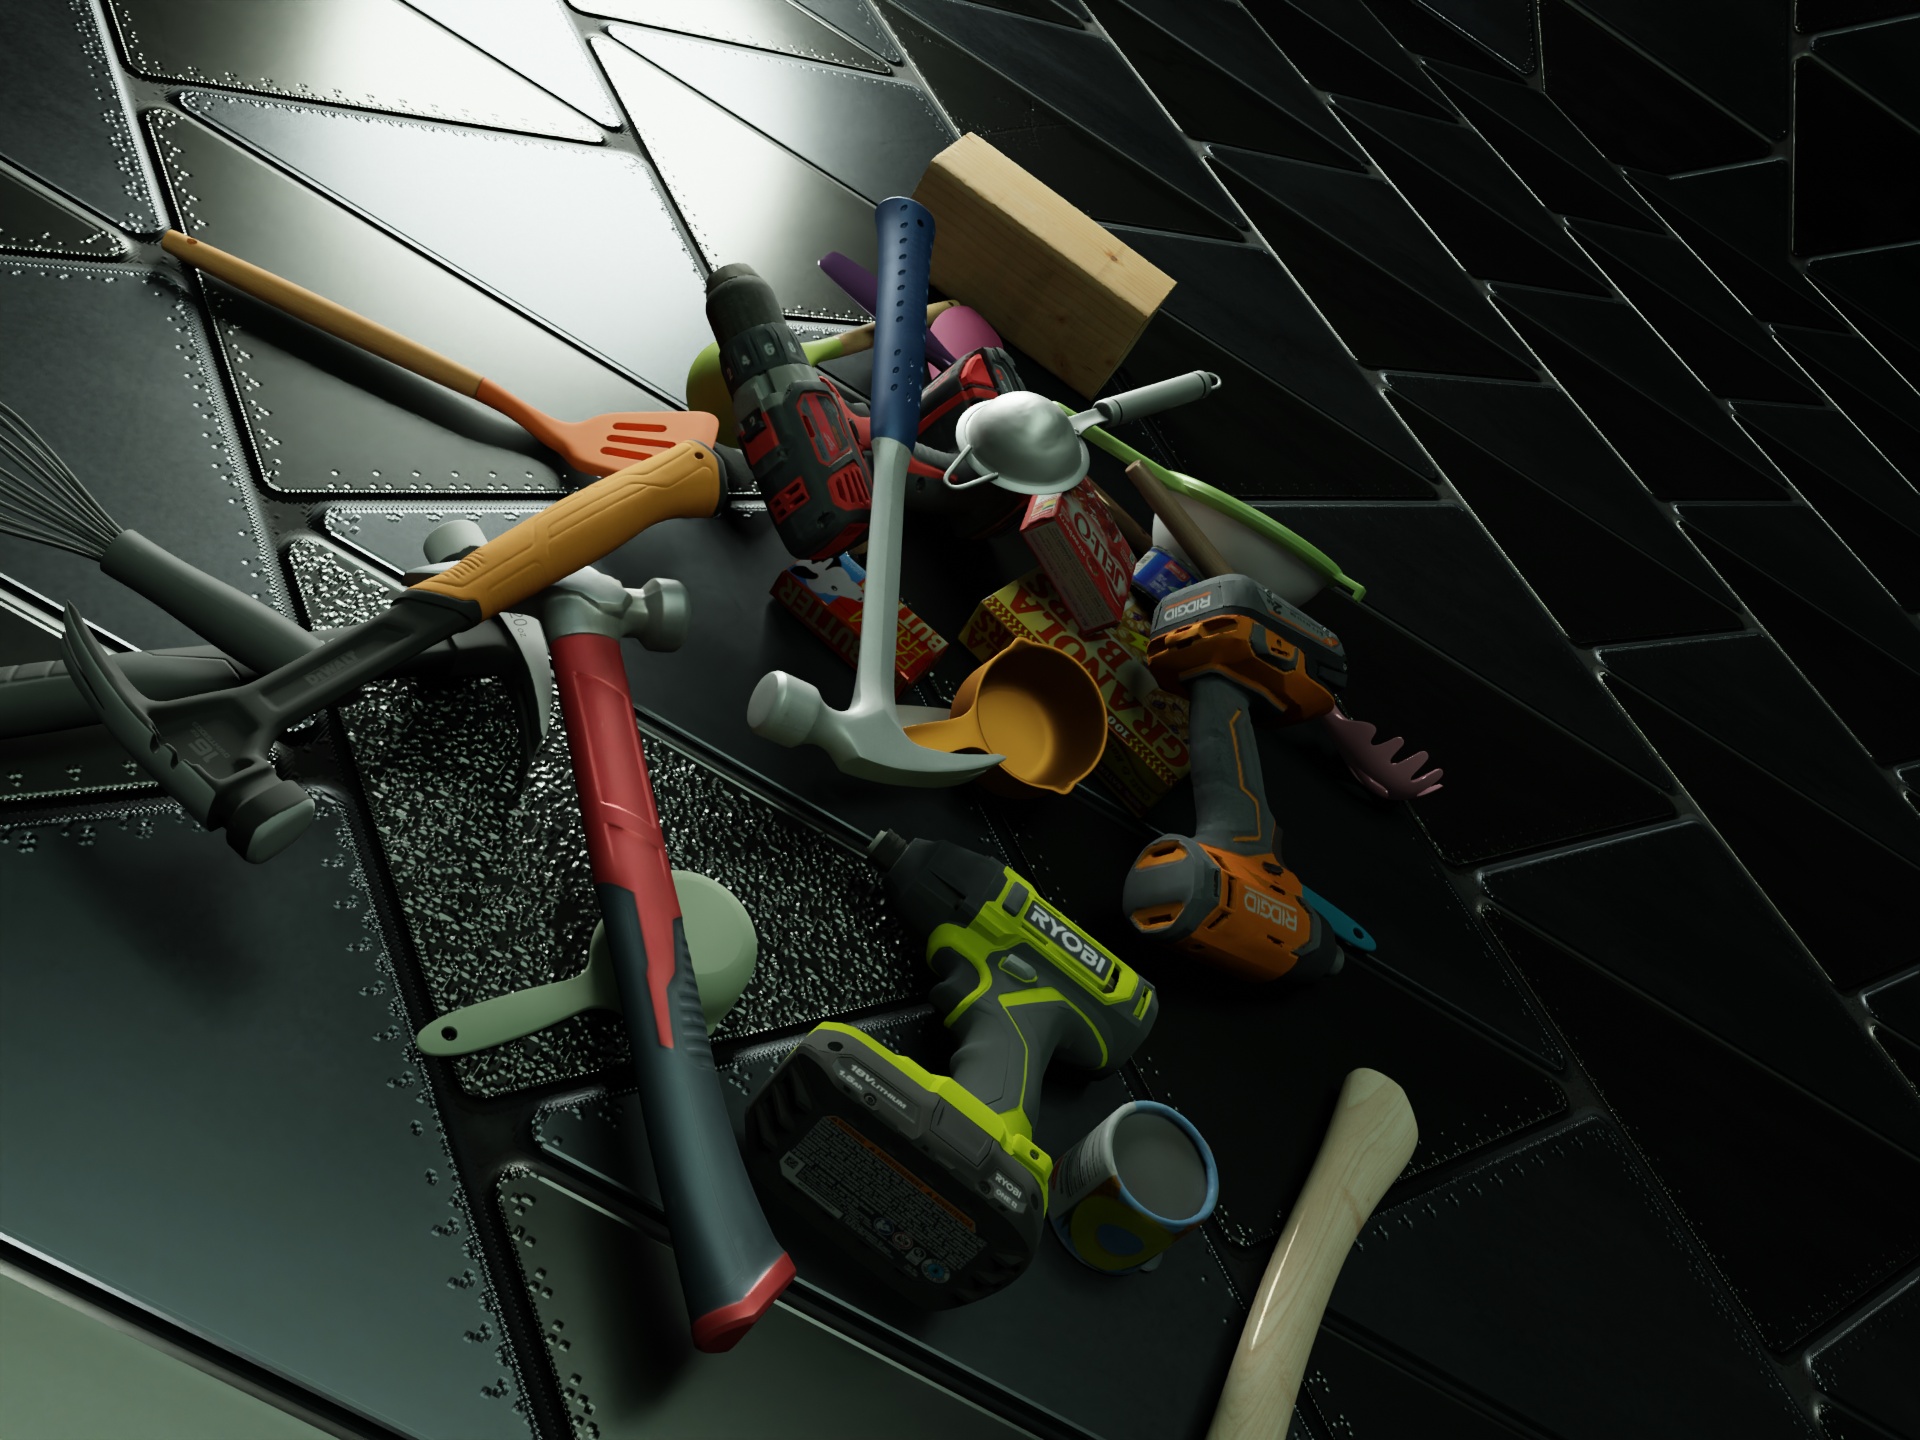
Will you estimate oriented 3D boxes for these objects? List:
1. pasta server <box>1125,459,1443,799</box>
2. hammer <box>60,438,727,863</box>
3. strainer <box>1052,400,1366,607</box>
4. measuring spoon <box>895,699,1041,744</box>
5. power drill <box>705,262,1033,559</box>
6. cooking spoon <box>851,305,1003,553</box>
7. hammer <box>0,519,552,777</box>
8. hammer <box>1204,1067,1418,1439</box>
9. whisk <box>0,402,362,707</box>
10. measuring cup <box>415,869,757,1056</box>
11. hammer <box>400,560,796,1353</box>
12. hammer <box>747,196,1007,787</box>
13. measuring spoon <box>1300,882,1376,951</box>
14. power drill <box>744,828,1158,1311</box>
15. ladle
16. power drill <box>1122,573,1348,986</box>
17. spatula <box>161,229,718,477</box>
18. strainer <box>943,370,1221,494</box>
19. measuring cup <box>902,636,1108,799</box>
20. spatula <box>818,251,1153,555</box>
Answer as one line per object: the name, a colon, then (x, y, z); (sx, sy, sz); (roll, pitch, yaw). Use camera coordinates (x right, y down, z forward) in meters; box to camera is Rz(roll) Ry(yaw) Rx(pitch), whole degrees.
pasta server: (0.218, -0.057, 1.080); (0.040, 0.060, 0.316); (-44, 104, -11)
hammer: (-0.230, -0.066, 0.737); (0.127, 0.034, 0.337); (42, 44, 6)
strainer: (0.149, -0.134, 1.110); (0.256, 0.069, 0.152); (27, 5, -26)
measuring spoon: (-0.002, -0.003, 0.958); (0.124, 0.018, 0.034); (2, 52, -32)
power drill: (-0.054, -0.195, 1.006); (0.226, 0.080, 0.188); (-10, 73, -48)
cooking spoon: (-0.022, -0.211, 1.128); (0.068, 0.017, 0.319); (43, 41, -18)
hammer: (-0.345, -0.016, 0.720); (0.334, 0.035, 0.146); (-13, 60, -41)
hammer: (0.140, 0.306, 0.762); (0.146, 0.038, 0.411); (38, 41, 3)
whisk: (-0.370, -0.076, 0.701); (0.239, 0.055, 0.055); (33, 41, -8)
measuring cup: (-0.164, 0.114, 0.721); (0.167, 0.038, 0.083); (-14, 62, -44)
hammer: (-0.156, 0.082, 0.701); (0.143, 0.038, 0.387); (2, 51, -31)
hammer: (-0.036, -0.144, 0.913); (0.144, 0.035, 0.406); (24, 52, -31)
measuring spoon: (0.215, 0.102, 1.008); (0.128, 0.021, 0.042); (36, 41, 2)
power drill: (-0.005, 0.151, 0.762); (0.171, 0.080, 0.223); (38, 31, -1)
ladle: (-0.082, -0.260, 1.129); (0.078, 0.062, 0.320); (44, 35, 5)
power drill: (0.177, 0.045, 0.954); (0.164, 0.084, 0.227); (27, 59, -35)
spatula: (-0.301, -0.211, 0.925); (0.322, 0.041, 0.081); (24, 43, -13)
strainer: (0.089, -0.199, 1.025); (0.258, 0.050, 0.087); (-25, 62, -40)
measuring cup: (0.000, 0.011, 0.919); (0.173, 0.052, 0.095); (-13, 81, -27)
spatula: (0.023, -0.229, 1.151); (0.316, 0.018, 0.060); (41, 32, -7)
